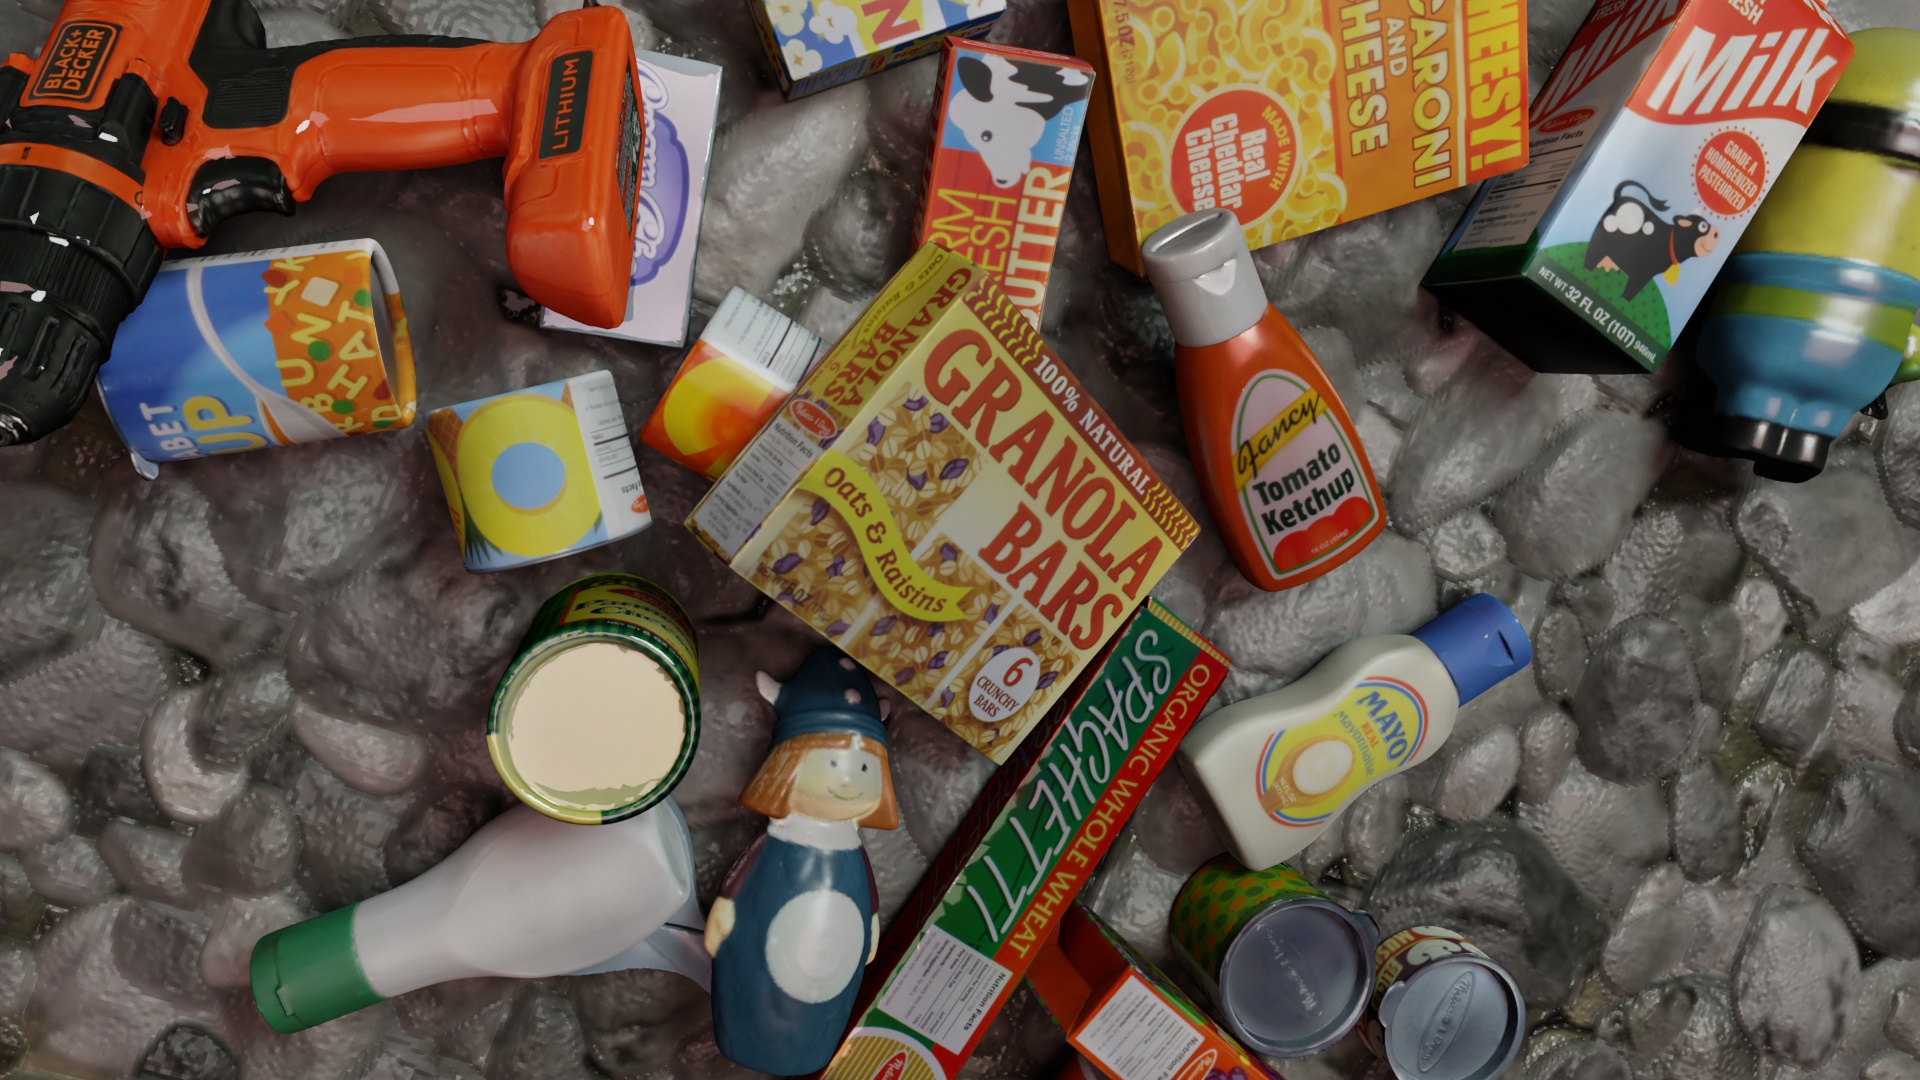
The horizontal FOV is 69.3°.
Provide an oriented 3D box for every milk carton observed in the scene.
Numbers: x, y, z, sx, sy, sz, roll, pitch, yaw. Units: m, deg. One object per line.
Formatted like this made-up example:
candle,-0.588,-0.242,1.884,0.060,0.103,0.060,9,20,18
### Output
milk carton,0.278,-0.164,0.554,0.072,0.073,0.190,32,90,-14

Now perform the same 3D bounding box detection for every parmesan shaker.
parmesan shaker,-0.121,0.053,0.483,0.071,0.103,0.071,-2,98,-12

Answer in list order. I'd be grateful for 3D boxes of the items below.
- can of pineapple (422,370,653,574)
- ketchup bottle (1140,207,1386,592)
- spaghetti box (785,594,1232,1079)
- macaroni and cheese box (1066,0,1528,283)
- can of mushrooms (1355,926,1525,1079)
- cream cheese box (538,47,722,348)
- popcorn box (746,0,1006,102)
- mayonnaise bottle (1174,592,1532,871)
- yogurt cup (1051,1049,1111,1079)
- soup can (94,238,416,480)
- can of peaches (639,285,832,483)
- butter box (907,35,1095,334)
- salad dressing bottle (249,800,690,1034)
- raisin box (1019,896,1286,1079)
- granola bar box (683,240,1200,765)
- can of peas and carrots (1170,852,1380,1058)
can of pineapple,-0.150,-0.024,0.487,0.071,0.071,0.057,-15,100,-9
ketchup bottle,0.111,-0.053,0.529,0.065,0.044,0.148,-30,118,-2
spaghetti box,0.018,0.135,0.553,0.050,0.029,0.250,36,85,-17
macaroni and cheese box,0.129,-0.182,0.523,0.167,0.040,0.123,-18,118,-9
can of mushrooms,0.206,0.204,0.606,0.071,0.033,0.071,-2,98,-11
cream cheese box,-0.119,-0.124,0.503,0.053,0.024,0.103,7,96,-14
popcorn box,-0.045,-0.234,0.497,0.085,0.038,0.126,-22,101,-9
mayonnaise bottle,0.165,0.073,0.577,0.148,0.041,0.064,-30,100,-6
yogurt cup,0.055,0.247,0.565,0.072,0.072,0.054,43,96,-13
soup can,-0.233,-0.061,0.465,0.084,0.071,0.071,-9,99,-11
can of peaches,-0.075,-0.048,0.500,0.058,0.071,0.071,31,90,-14
butter box,0.012,-0.128,0.512,0.053,0.024,0.103,5,117,-13
salad dressing bottle,-0.174,0.133,0.498,0.148,0.044,0.064,-19,102,-4
raisin box,0.084,0.202,0.553,0.123,0.086,0.040,43,84,-13
granola bar box,0.002,-0.006,0.496,0.124,0.039,0.165,-50,134,-3
can of peas and carrots,0.129,0.166,0.572,0.071,0.059,0.071,-2,97,-12
